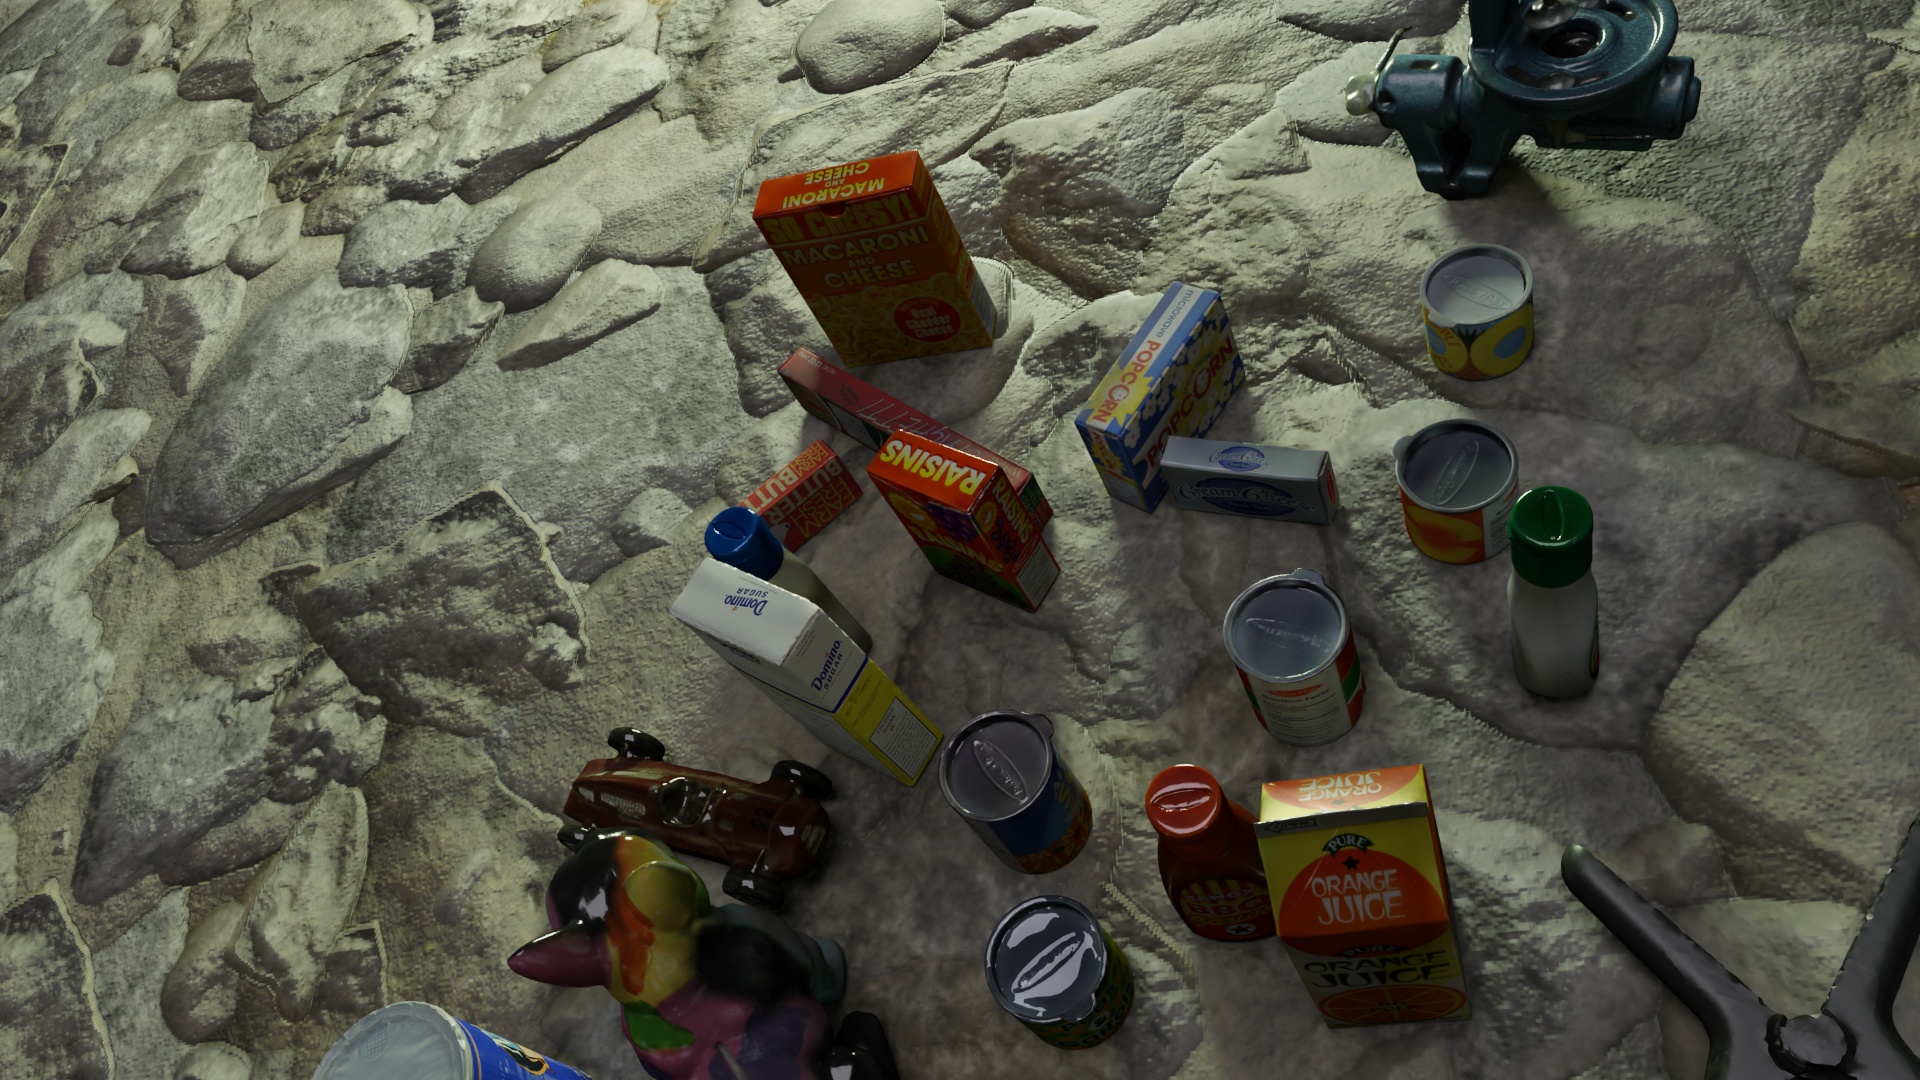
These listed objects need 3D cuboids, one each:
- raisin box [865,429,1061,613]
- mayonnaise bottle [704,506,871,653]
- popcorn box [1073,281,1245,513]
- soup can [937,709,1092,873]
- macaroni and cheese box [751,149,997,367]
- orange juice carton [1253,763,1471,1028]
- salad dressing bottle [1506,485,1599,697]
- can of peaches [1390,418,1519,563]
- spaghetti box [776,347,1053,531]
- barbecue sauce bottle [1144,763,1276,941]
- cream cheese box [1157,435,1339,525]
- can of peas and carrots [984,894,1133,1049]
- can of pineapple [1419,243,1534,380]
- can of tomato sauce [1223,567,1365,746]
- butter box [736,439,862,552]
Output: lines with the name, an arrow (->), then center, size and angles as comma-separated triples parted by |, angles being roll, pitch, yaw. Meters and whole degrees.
raisin box -> 0.003, -0.011, 0.882 | 0.086, 0.123, 0.040 | 23, 69, 34
mayonnaise bottle -> -0.112, 0.033, 0.886 | 0.065, 0.147, 0.041 | 20, 67, 33
popcorn box -> 0.133, -0.094, 0.908 | 0.038, 0.085, 0.127 | 24, 69, 35
soup can -> 0.035, 0.142, 0.787 | 0.071, 0.083, 0.072 | -12, 54, 16
macaroni and cheese box -> -0.058, -0.199, 1.013 | 0.123, 0.166, 0.040 | -6, 55, 20
orange juice carton -> 0.186, 0.161, 0.636 | 0.072, 0.192, 0.073 | -11, 54, 17
salad dressing bottle -> 0.302, 0.028, 0.708 | 0.044, 0.147, 0.064 | -5, 56, 21
can of peaches -> 0.289, -0.029, 0.811 | 0.071, 0.058, 0.071 | -12, 53, 16
spaghetti box -> -0.037, -0.072, 0.990 | 0.250, 0.050, 0.029 | 31, 74, 36
barbecue sauce bottle -> 0.127, 0.157, 0.694 | 0.065, 0.148, 0.044 | -12, 54, 16
cream cheese box -> 0.180, -0.037, 0.868 | 0.104, 0.053, 0.024 | 8, 61, 28
can of peas and carrots -> 0.055, 0.230, 0.732 | 0.071, 0.058, 0.071 | -12, 53, 16
can of pineapple -> 0.324, -0.142, 0.875 | 0.071, 0.057, 0.071 | -12, 53, 16
can of tomato sauce -> 0.188, 0.066, 0.773 | 0.071, 0.082, 0.071 | -12, 54, 16
butter box -> -0.123, -0.021, 0.990 | 0.103, 0.053, 0.024 | -40, 51, -6
